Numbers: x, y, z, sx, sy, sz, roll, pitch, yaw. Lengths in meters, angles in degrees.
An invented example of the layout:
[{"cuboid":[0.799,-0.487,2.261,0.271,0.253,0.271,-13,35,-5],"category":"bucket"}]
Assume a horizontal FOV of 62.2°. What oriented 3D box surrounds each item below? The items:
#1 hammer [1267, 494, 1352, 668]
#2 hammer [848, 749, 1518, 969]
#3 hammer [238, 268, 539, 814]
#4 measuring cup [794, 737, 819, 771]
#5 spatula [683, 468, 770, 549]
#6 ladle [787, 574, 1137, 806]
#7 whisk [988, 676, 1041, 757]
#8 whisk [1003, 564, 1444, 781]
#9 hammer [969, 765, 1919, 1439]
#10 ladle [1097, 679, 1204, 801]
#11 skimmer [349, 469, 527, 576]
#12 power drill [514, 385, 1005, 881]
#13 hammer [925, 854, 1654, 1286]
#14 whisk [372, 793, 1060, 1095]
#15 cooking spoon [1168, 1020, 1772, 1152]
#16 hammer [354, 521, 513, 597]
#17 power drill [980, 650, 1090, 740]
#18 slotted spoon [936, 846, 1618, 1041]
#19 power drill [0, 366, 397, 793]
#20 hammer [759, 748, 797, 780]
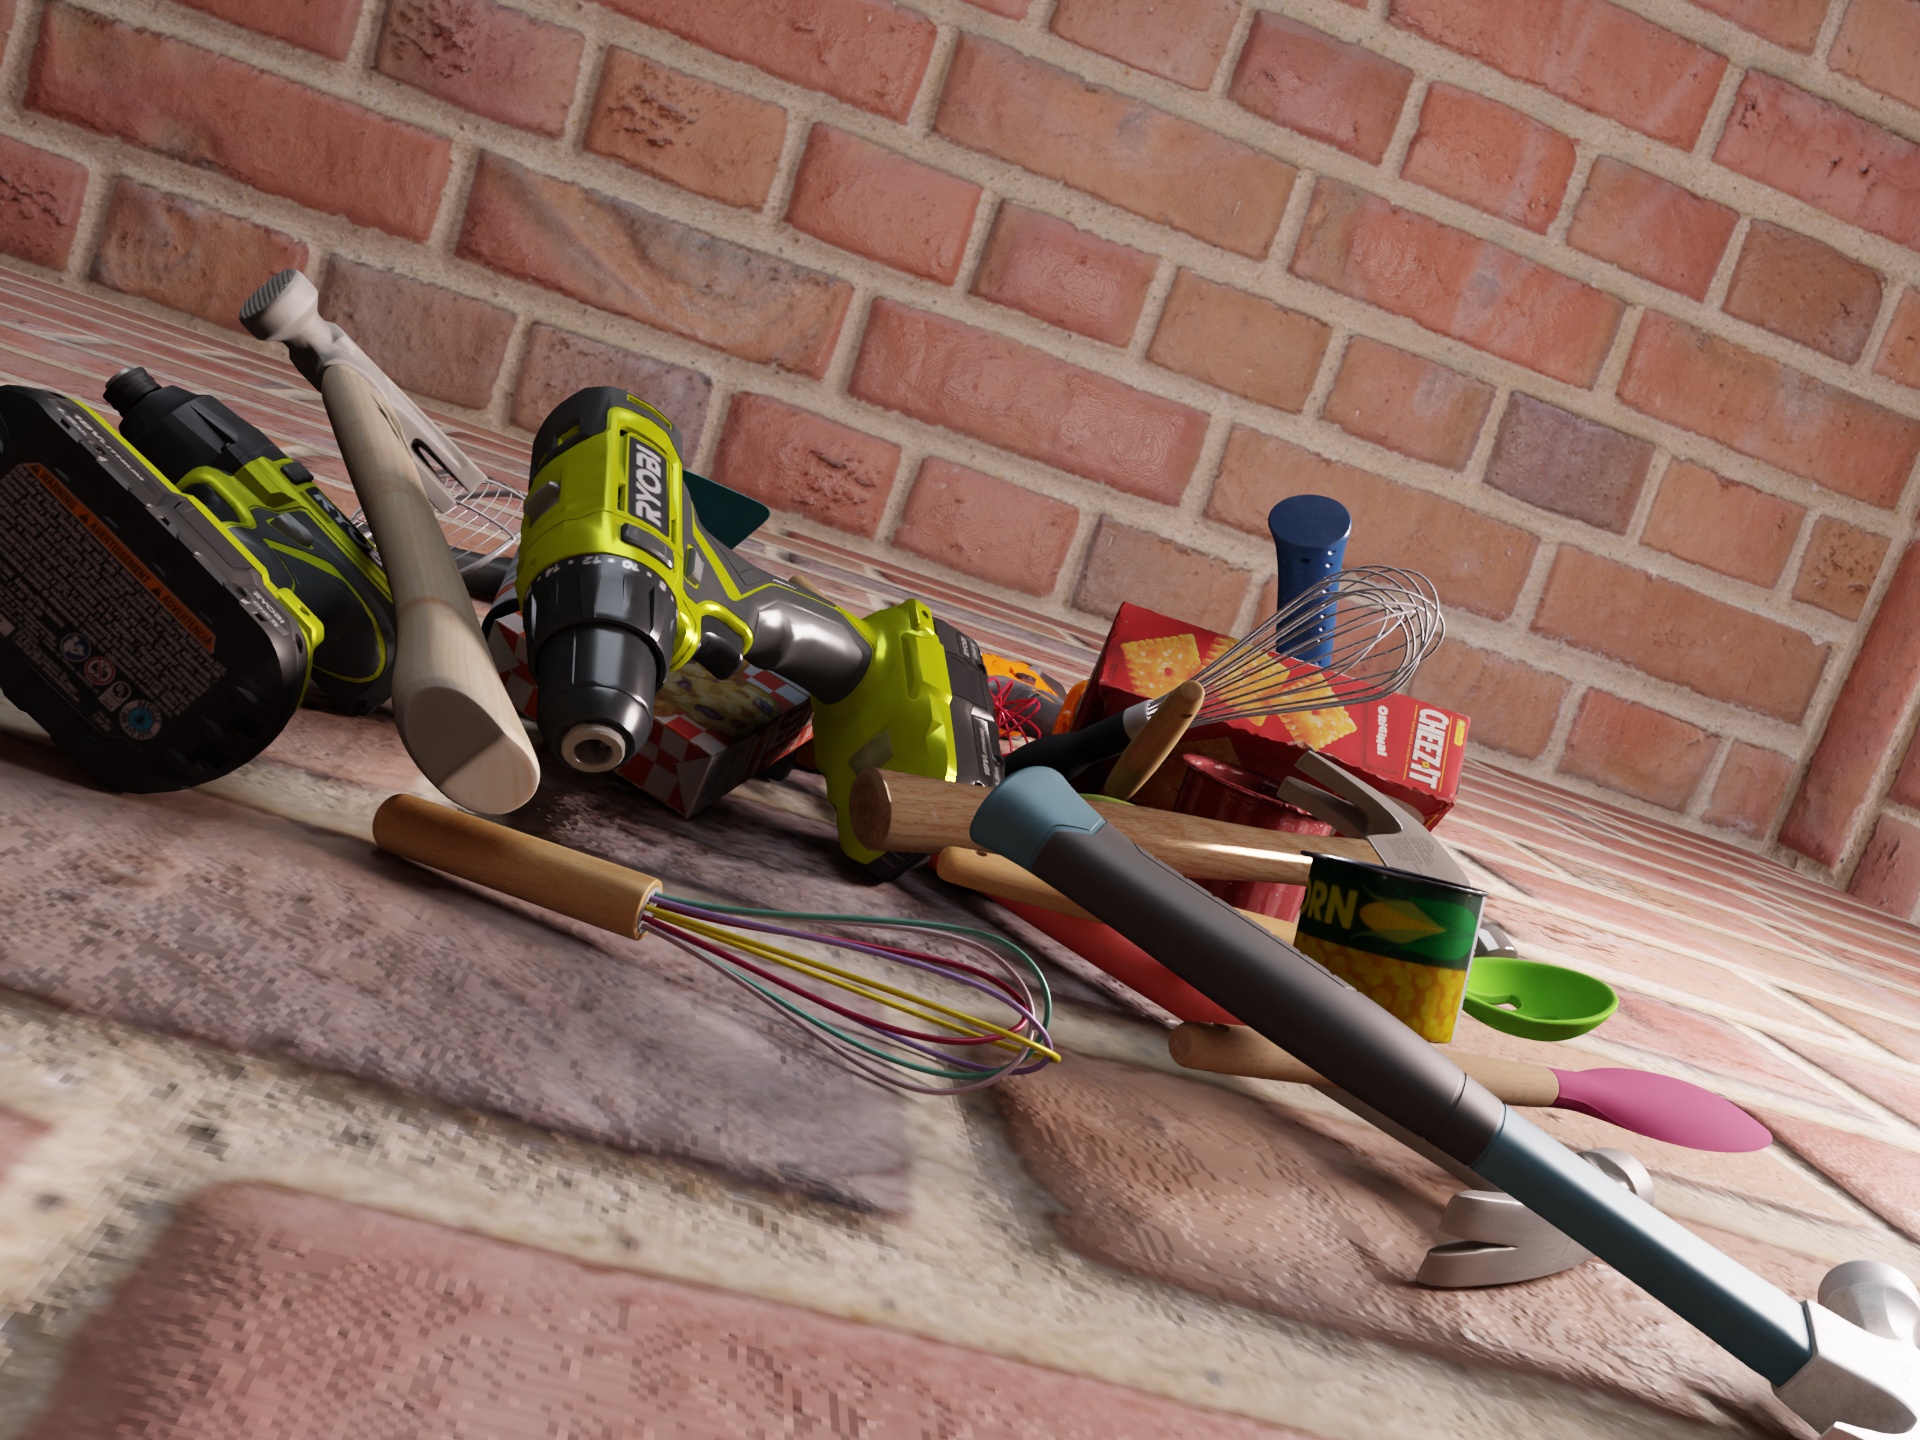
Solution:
[{"cuboid":[0.219,-0.010,1.001,0.144,0.035,0.405,12,-24,16],"category":"hammer"},{"cuboid":[0.100,0.054,0.704,0.331,0.031,0.130,9,36,-32],"category":"hammer"},{"cuboid":[-0.230,-0.075,0.680,0.146,0.038,0.411,52,-1,-39],"category":"hammer"},{"cuboid":[-0.077,0.012,0.885,0.095,0.052,0.174,17,23,-16],"category":"measuring cup"},{"cuboid":[-0.173,-0.117,0.956,0.082,0.044,0.317,21,0,-13],"category":"spatula"},{"cuboid":[-0.001,-0.003,0.861,0.320,0.062,0.078,44,-16,39],"category":"ladle"},{"cuboid":[-0.005,0.023,0.942,0.073,0.073,0.296,20,15,9],"category":"whisk"},{"cuboid":[0.124,-0.008,0.844,0.284,0.070,0.070,-24,-22,37],"category":"whisk"},{"cuboid":[0.146,0.116,0.480,0.331,0.033,0.128,34,23,11],"category":"hammer"},{"cuboid":[0.087,0.029,0.819,0.069,0.031,0.315,2,-15,-4],"category":"ladle"},{"cuboid":[-0.200,-0.056,0.978,0.363,0.090,0.127,25,33,-11],"category":"skimmer"},{"cuboid":[-0.087,-0.021,0.679,0.228,0.080,0.191,32,32,-35],"category":"power drill"},{"cuboid":[0.088,0.110,0.646,0.149,0.036,0.359,11,12,-45],"category":"hammer"},{"cuboid":[-0.083,0.067,0.520,0.245,0.051,0.047,18,13,10],"category":"whisk"},{"cuboid":[0.195,0.130,0.574,0.318,0.017,0.069,14,8,-34],"category":"cooking spoon"},{"cuboid":[-0.426,-0.123,1.000,0.334,0.035,0.146,14,9,-35],"category":"hammer"},{"cuboid":[0.079,0.001,1.186,0.164,0.084,0.227,13,6,-39],"category":"power drill"},{"cuboid":[0.136,0.092,0.656,0.313,0.031,0.070,15,10,-18],"category":"slotted spoon"},{"cuboid":[-0.291,-0.064,0.604,0.171,0.080,0.223,49,3,-12],"category":"power drill"},{"cuboid":[-0.276,-0.037,0.781,0.408,0.036,0.149,17,10,-18],"category":"hammer"}]
